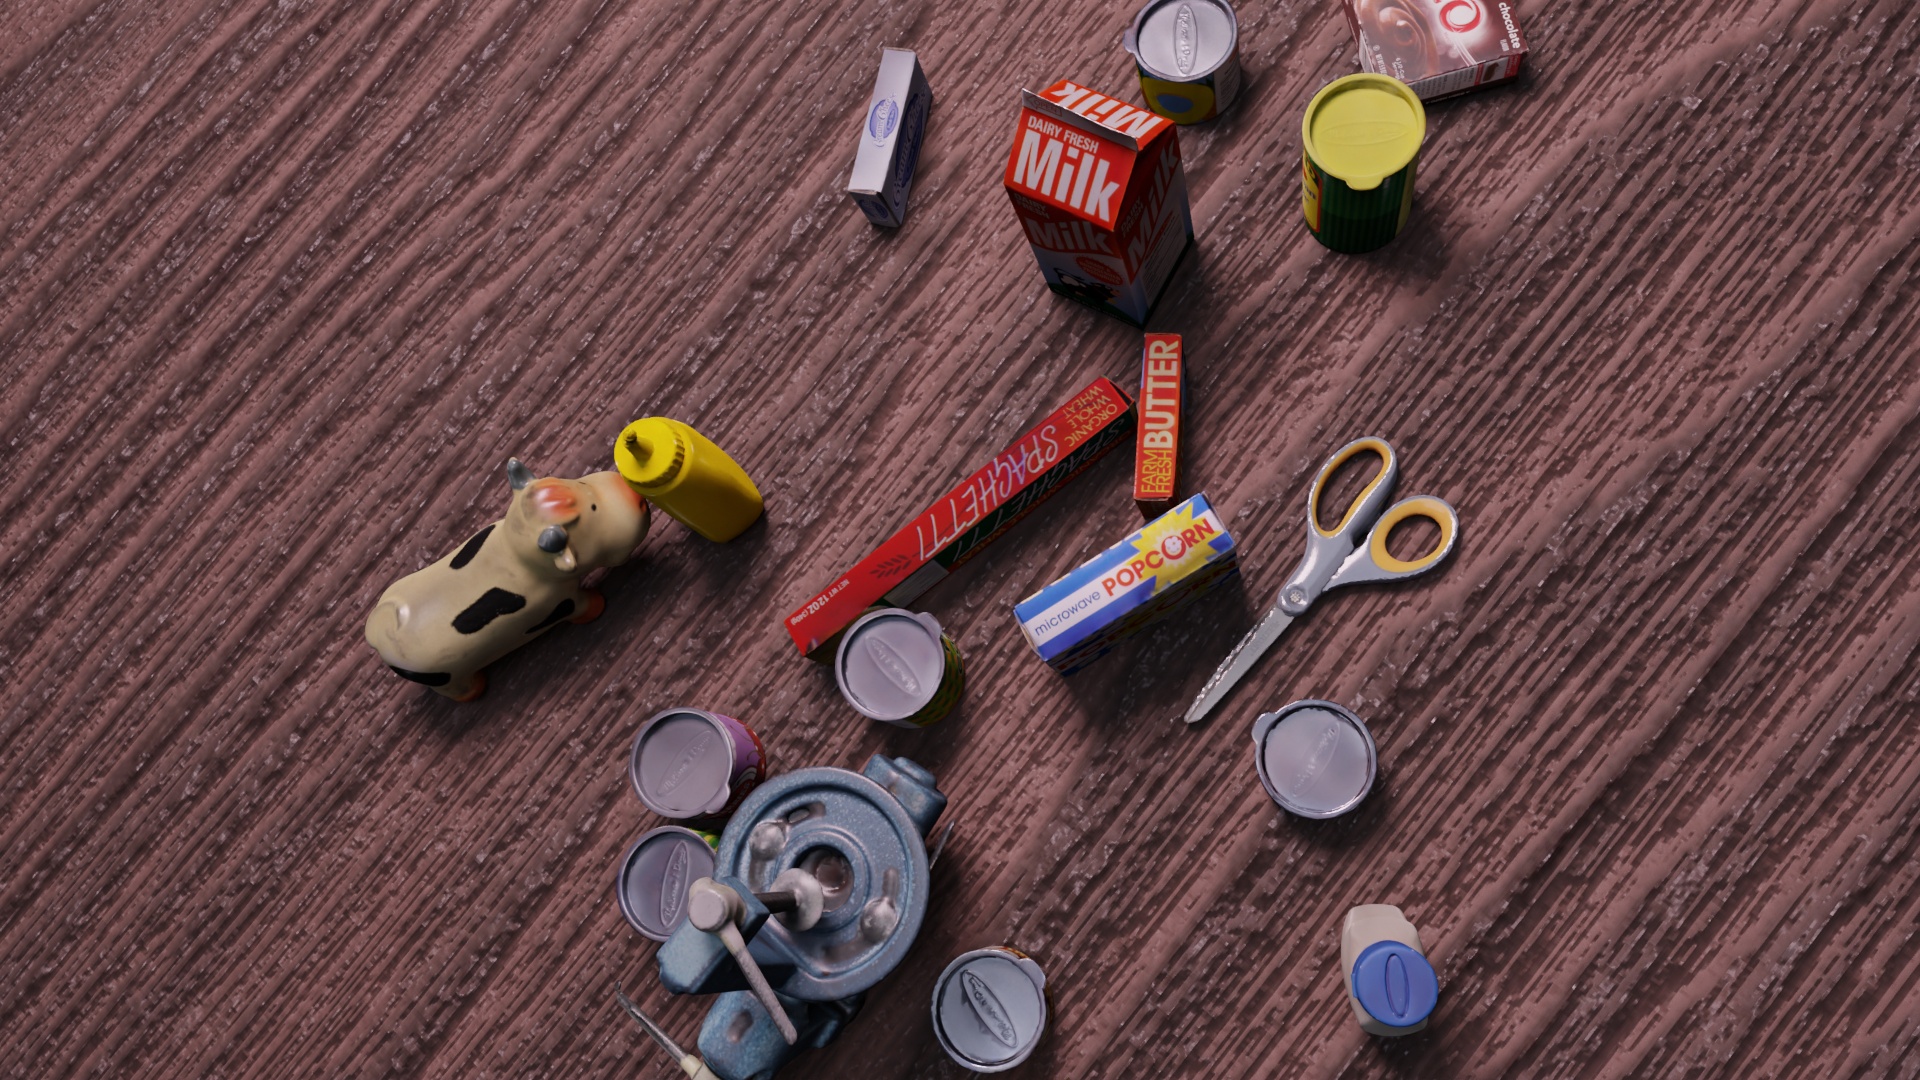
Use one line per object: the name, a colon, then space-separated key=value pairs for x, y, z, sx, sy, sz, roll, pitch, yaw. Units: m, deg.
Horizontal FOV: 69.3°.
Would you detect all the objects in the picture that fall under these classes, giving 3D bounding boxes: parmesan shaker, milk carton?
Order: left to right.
milk carton: x=0.082 y=-0.199 z=0.804 sx=0.072 sy=0.190 sz=0.073 roll=28 pitch=85 yaw=17
parmesan shaker: x=0.235 y=-0.216 z=0.819 sx=0.071 sy=0.103 sz=0.071 roll=-3 pitch=77 yaw=13

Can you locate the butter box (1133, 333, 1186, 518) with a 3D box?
butter box: x=0.121 y=-0.068 z=0.836 sx=0.024 sy=0.053 sz=0.103 roll=2 pitch=78 yaw=14

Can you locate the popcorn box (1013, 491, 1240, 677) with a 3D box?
popcorn box: x=0.098 y=0.028 z=0.802 sx=0.126 sy=0.085 sz=0.038 roll=-32 pitch=72 yaw=4

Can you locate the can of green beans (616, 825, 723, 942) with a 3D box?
can of green beans: x=-0.163 y=0.206 z=0.834 sx=0.071 sy=0.057 sz=0.071 roll=-3 pitch=77 yaw=12

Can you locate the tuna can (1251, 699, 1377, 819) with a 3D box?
tuna can: x=0.198 y=0.123 z=0.784 sx=0.071 sy=0.033 sz=0.071 roll=-3 pitch=76 yaw=12

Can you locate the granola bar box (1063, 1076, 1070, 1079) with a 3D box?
granola bar box: x=0.008 y=0.365 z=0.721 sx=0.039 sy=0.124 sz=0.165 roll=39 pitch=88 yaw=18

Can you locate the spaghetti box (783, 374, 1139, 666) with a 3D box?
spaghetti box: x=0.003 y=-0.011 z=0.851 sx=0.250 sy=0.050 sz=0.029 roll=-38 pitch=72 yaw=2

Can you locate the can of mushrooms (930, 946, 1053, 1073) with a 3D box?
can of mushrooms: x=0.021 y=0.264 z=0.790 sx=0.071 sy=0.033 sz=0.071 roll=-3 pitch=76 yaw=12

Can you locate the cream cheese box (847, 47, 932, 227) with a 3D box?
cream cheese box: x=-0.045 y=-0.266 z=0.922 sx=0.024 sy=0.053 sz=0.104 roll=10 pitch=80 yaw=15

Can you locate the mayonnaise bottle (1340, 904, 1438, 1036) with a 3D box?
mayonnaise bottle: x=0.214 y=0.218 z=0.697 sx=0.041 sy=0.148 sz=0.065 roll=-5 pitch=76 yaw=12

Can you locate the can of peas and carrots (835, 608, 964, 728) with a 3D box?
can of peas and carrots: x=-0.033 y=0.076 z=0.834 sx=0.071 sy=0.058 sz=0.071 roll=-3 pitch=77 yaw=12

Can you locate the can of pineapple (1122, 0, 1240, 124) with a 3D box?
can of pineapple: x=0.143 y=-0.309 z=0.886 sx=0.071 sy=0.058 sz=0.071 roll=-3 pitch=77 yaw=12

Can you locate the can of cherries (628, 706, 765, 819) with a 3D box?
can of cherries: x=-0.158 y=0.139 z=0.848 sx=0.071 sy=0.058 sz=0.071 roll=-3 pitch=77 yaw=12

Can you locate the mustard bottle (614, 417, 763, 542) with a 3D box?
mustard bottle: x=-0.171 y=-0.042 z=0.841 sx=0.049 sy=0.160 sz=0.065 roll=-44 pitch=72 yaw=1
